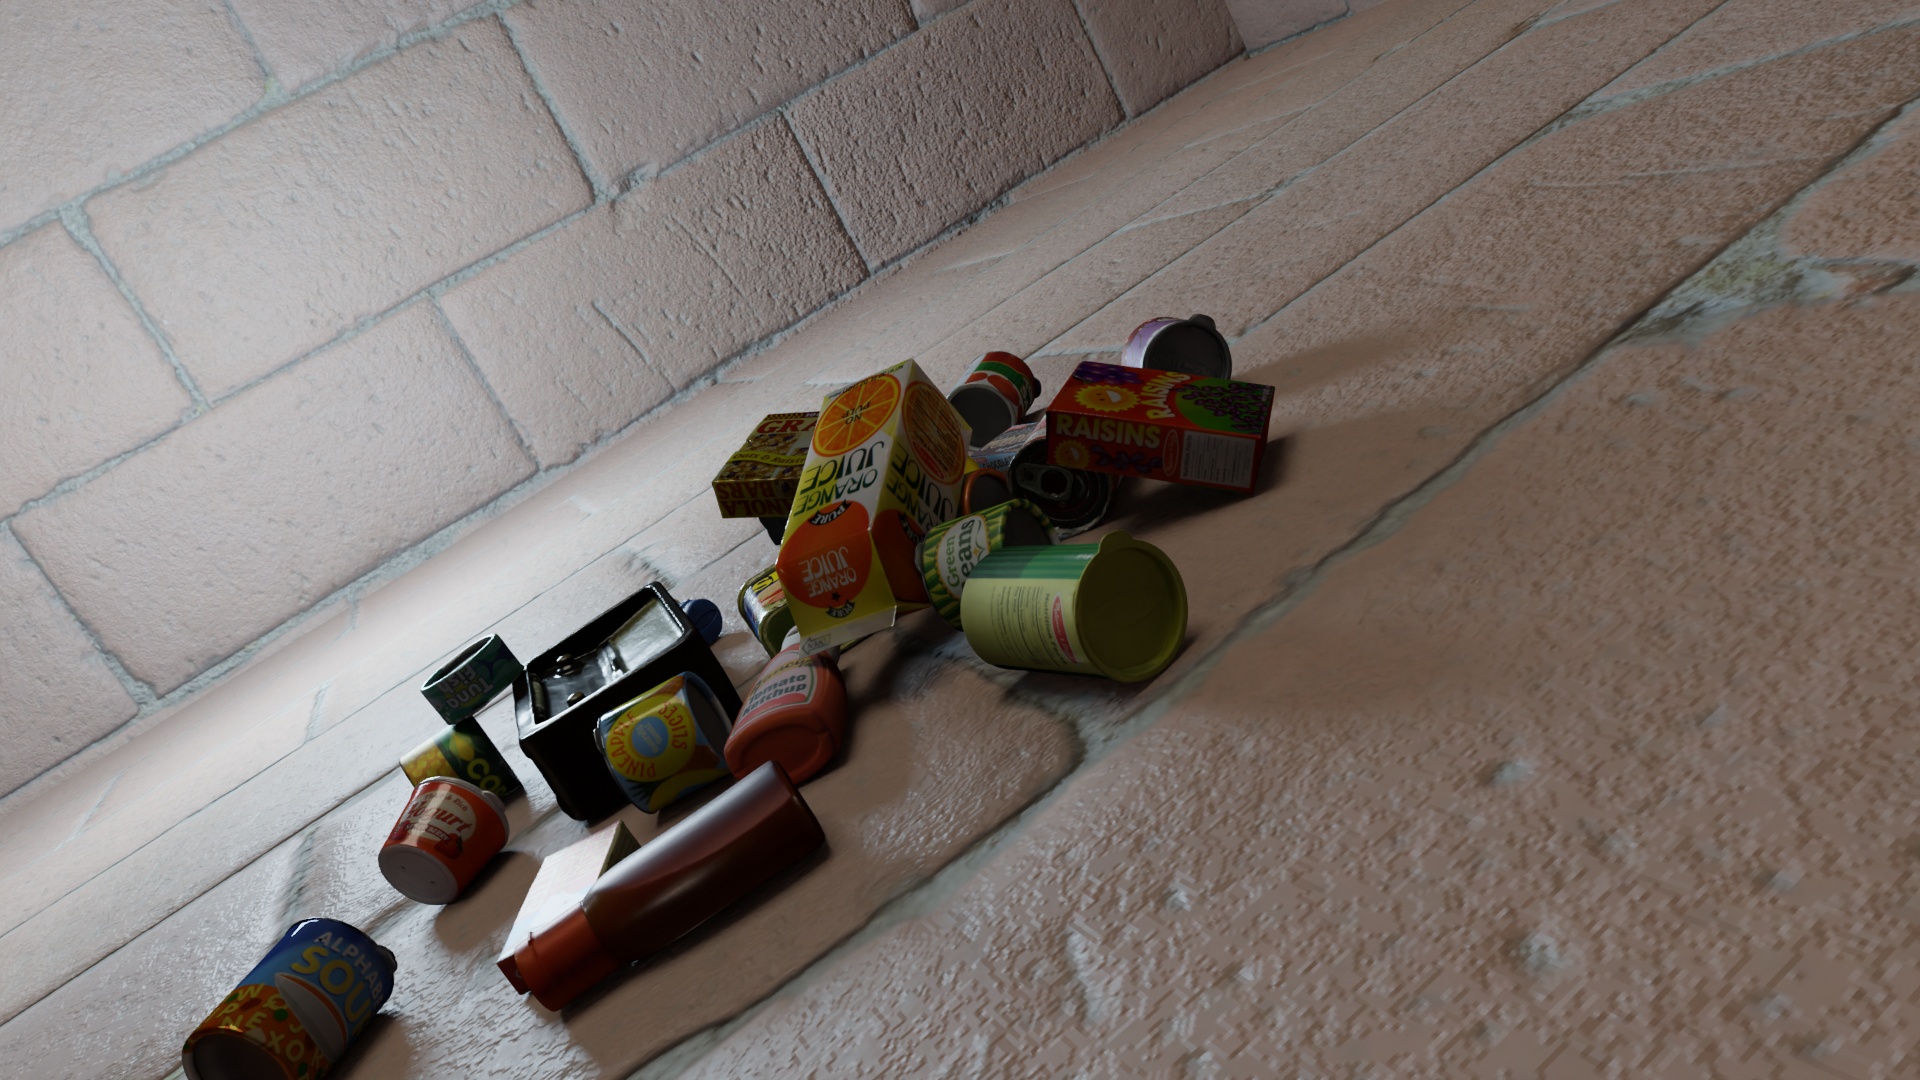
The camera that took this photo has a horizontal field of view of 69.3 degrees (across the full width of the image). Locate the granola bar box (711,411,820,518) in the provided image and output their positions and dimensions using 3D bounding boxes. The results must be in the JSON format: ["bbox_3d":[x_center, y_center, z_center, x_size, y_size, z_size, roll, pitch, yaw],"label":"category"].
[{"bbox_3d":[-0.108,-0.068,1.167,0.165,0.039,0.125,-1,32,19],"label":"granola bar box"}]

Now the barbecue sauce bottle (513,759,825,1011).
[{"bbox_3d":[-0.138,0.164,0.661,0.149,0.043,0.065,-33,16,-10],"label":"barbecue sauce bottle"}]

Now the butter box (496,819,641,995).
[{"bbox_3d":[-0.203,0.190,0.729,0.053,0.024,0.104,-28,16,5],"label":"butter box"}]

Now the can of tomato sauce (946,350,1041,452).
[{"bbox_3d":[0.027,-0.119,1.205,0.071,0.071,0.083,-23,18,24],"label":"can of tomato sauce"}]

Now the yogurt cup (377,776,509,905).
[{"bbox_3d":[-0.328,0.191,0.874,0.072,0.072,0.054,-21,26,27],"label":"yogurt cup"}]

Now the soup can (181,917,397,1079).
[{"bbox_3d":[-0.346,0.249,0.724,0.071,0.071,0.084,-24,17,21],"label":"soup can"}]

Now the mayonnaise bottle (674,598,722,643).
[{"bbox_3d":[-0.254,0.076,1.139,0.148,0.041,0.065,-14,24,42],"label":"mayonnaise bottle"}]

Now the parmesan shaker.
[{"bbox_3d":[0.053,0.031,0.684,0.071,0.071,0.103,-38,17,-26],"label":"parmesan shaker"}]

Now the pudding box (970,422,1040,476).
[{"bbox_3d":[0.051,-0.067,1.062,0.050,0.030,0.083,-36,17,-24],"label":"pudding box"}]

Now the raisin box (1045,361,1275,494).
[{"bbox_3d":[0.120,-0.070,0.829,0.123,0.040,0.086,9,29,15],"label":"raisin box"}]

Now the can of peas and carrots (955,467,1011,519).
[{"bbox_3d":[0.003,-0.011,0.906,0.058,0.071,0.071,-17,20,37],"label":"can of peas and carrots"}]

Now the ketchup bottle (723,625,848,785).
[{"bbox_3d":[-0.095,0.091,0.810,0.064,0.043,0.149,-25,16,8],"label":"ketchup bottle"}]

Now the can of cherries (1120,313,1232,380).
[{"bbox_3d":[0.156,-0.130,1.002,0.071,0.071,0.058,-30,15,-2],"label":"can of cherries"}]

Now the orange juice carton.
[{"bbox_3d":[-0.052,-0.014,0.838,0.071,0.073,0.194,-19,41,29],"label":"orange juice carton"}]

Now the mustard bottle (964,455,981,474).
[{"bbox_3d":[-0.006,-0.030,1.016,0.065,0.048,0.160,-26,16,-6],"label":"mustard bottle"}]

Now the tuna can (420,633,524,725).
[{"bbox_3d":[-0.349,0.099,0.992,0.071,0.032,0.071,-31,16,10],"label":"tuna can"}]

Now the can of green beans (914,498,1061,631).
[{"bbox_3d":[0.020,0.014,0.802,0.057,0.071,0.071,-19,19,33],"label":"can of green beans"}]

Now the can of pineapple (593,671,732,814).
[{"bbox_3d":[-0.171,0.118,0.814,0.058,0.071,0.071,-28,16,4],"label":"can of pineapple"}]

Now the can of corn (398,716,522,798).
[{"bbox_3d":[-0.358,0.168,0.997,0.058,0.071,0.071,-36,17,-19],"label":"can of corn"}]
